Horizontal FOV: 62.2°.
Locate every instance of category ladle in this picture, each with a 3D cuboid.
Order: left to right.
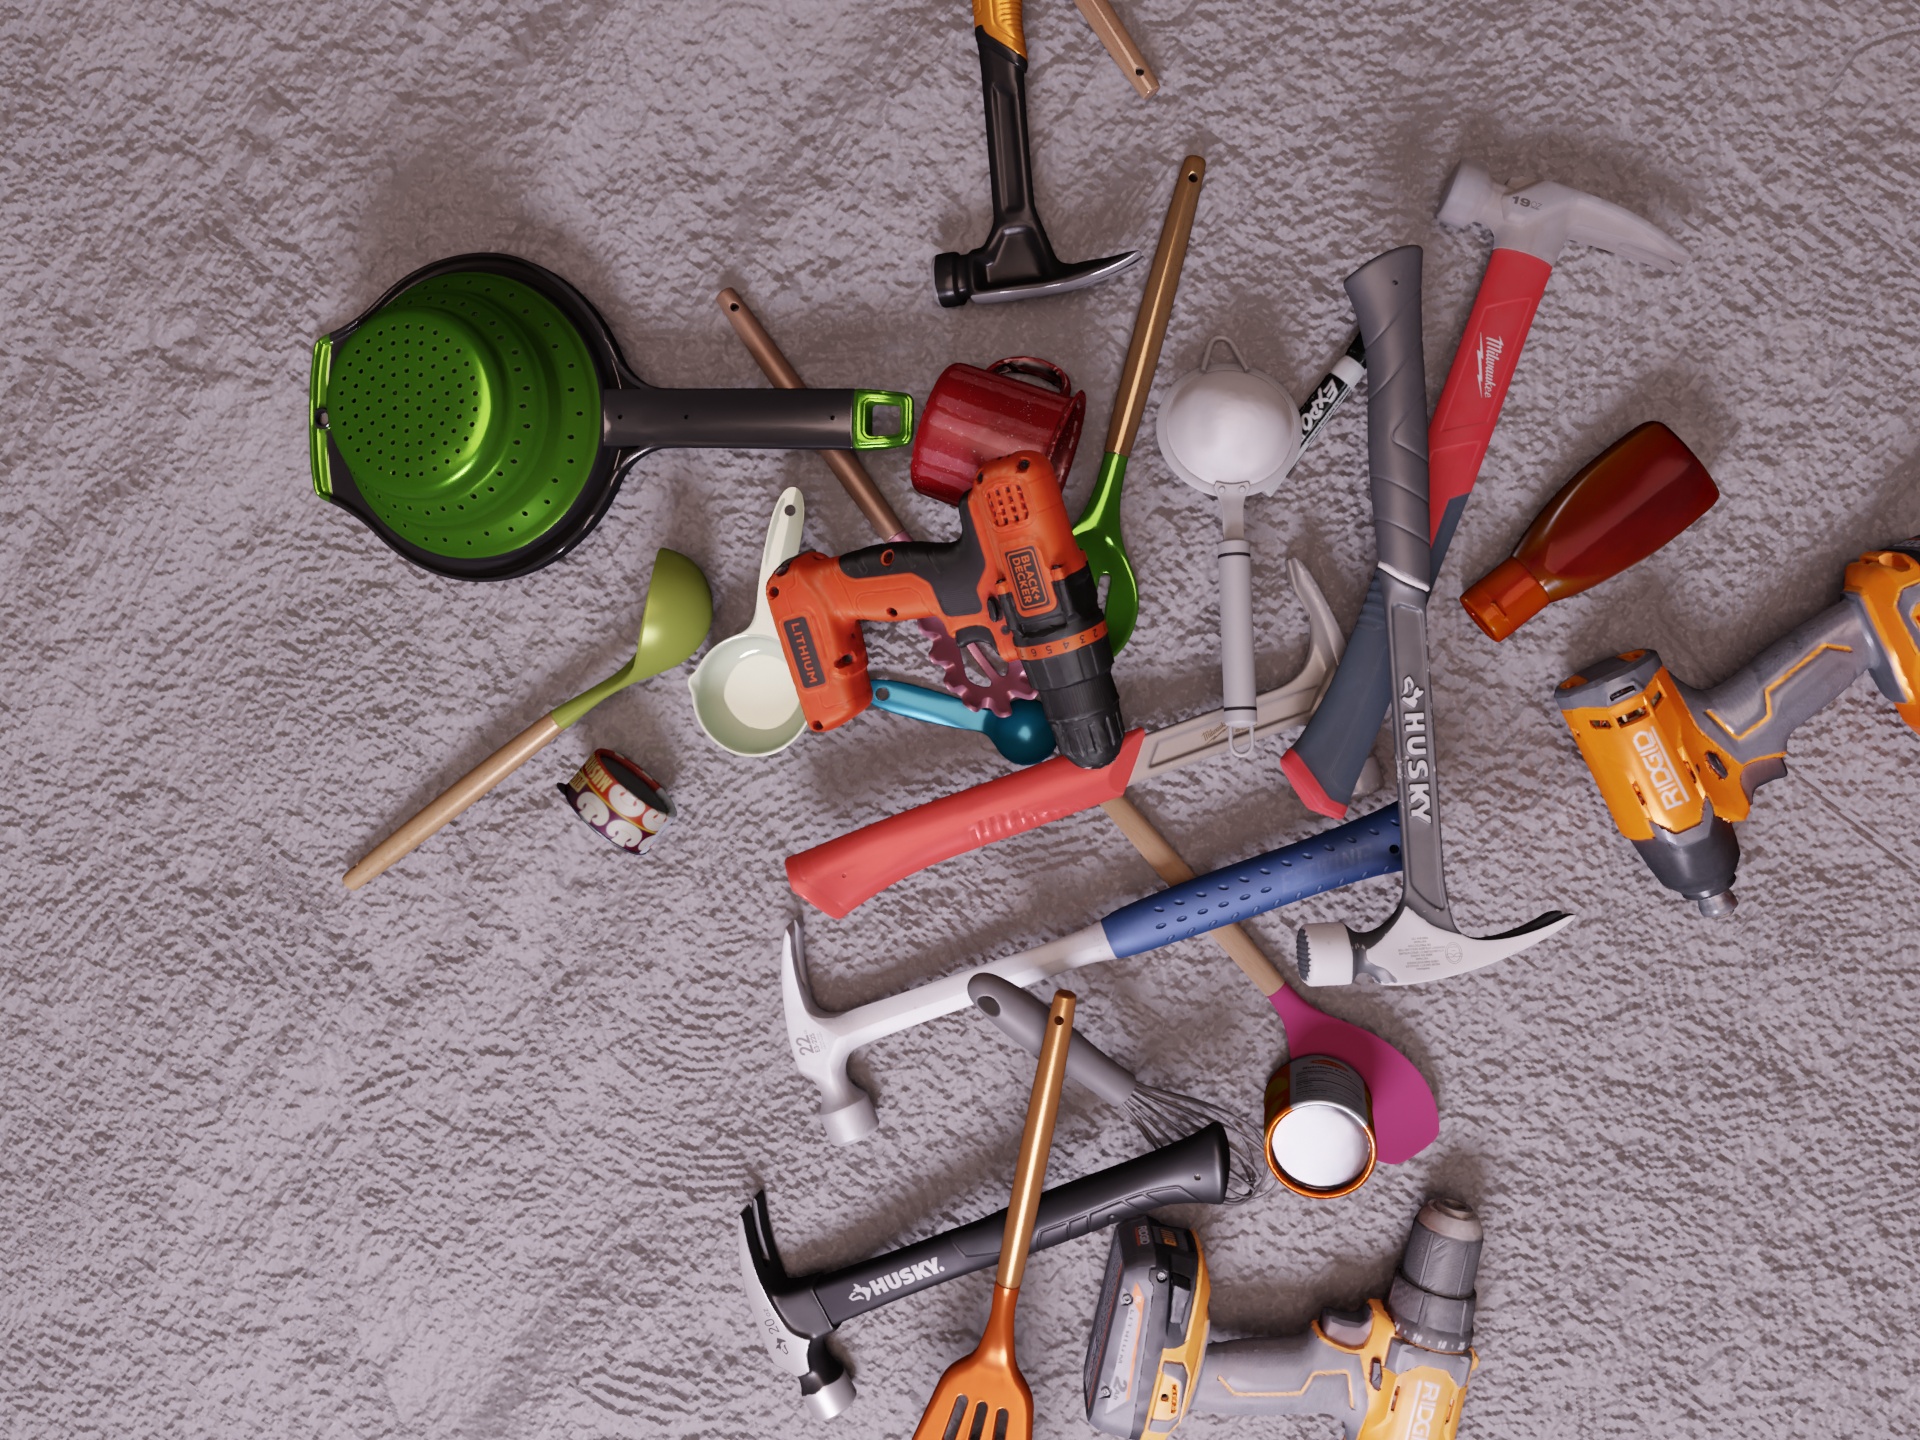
[{"bbox_3d":[-0.281,0.006,1.000,0.320,0.078,0.062,-36,111,12],"label":"ladle"}]

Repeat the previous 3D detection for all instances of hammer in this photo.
[{"bbox_3d":[0.013,0.313,0.969,0.335,0.035,0.146,-27,92,20],"label":"hammer"},{"bbox_3d":[0.030,-0.420,0.931,0.127,0.034,0.337,-5,96,15],"label":"hammer"},{"bbox_3d":[0.065,0.028,0.955,0.359,0.037,0.149,-19,91,0],"label":"hammer"},{"bbox_3d":[0.078,0.131,0.968,0.405,0.035,0.144,-21,93,11],"label":"hammer"},{"bbox_3d":[0.253,-0.060,0.883,0.149,0.036,0.409,-3,88,0],"label":"hammer"},{"bbox_3d":[0.289,-0.122,0.920,0.143,0.038,0.386,20,89,2],"label":"hammer"}]

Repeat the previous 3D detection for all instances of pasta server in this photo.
[{"bbox_3d":[-0.055,-0.136,0.975,0.060,0.040,0.316,-35,89,-5],"label":"pasta server"}]

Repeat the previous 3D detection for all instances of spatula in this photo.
[{"bbox_3d":[0.029,-0.506,0.948,0.060,0.018,0.316,-33,90,8],"label":"spatula"},{"bbox_3d":[0.030,0.309,0.923,0.081,0.041,0.322,13,104,14],"label":"spatula"}]

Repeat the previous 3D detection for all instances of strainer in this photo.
[{"bbox_3d":[0.161,-0.107,0.926,0.087,0.050,0.258,-1,84,0],"label":"strainer"}]

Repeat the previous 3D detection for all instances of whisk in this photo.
[{"bbox_3d":[0.098,0.220,0.953,0.238,0.055,0.055,37,97,-15],"label":"whisk"}]

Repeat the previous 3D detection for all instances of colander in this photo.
[{"bbox_3d":[-0.229,-0.183,0.943,0.397,0.094,0.204,2,94,11],"label":"colander"}]

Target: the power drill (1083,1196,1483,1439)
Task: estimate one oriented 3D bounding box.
[{"bbox_3d":[0.202,0.365,0.968,0.226,0.084,0.185,12,96,0],"label":"power drill"}]

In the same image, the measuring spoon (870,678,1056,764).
[{"bbox_3d":[-0.002,-0.003,0.986,0.128,0.021,0.042,15,96,3],"label":"measuring spoon"}]

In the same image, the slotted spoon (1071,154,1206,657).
[{"bbox_3d":[0.103,-0.185,0.961,0.070,0.031,0.314,14,93,-9],"label":"slotted spoon"}]

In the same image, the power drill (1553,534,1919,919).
[{"bbox_3d":[0.482,0.006,0.913,0.226,0.084,0.164,-26,92,11],"label":"power drill"}]

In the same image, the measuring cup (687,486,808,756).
[{"bbox_3d":[-0.117,-0.061,0.988,0.083,0.038,0.167,12,93,5],"label":"measuring cup"}]

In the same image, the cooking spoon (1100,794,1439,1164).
[{"bbox_3d":[0.178,0.146,0.982,0.068,0.017,0.319,-41,90,18],"label":"cooking spoon"}]
